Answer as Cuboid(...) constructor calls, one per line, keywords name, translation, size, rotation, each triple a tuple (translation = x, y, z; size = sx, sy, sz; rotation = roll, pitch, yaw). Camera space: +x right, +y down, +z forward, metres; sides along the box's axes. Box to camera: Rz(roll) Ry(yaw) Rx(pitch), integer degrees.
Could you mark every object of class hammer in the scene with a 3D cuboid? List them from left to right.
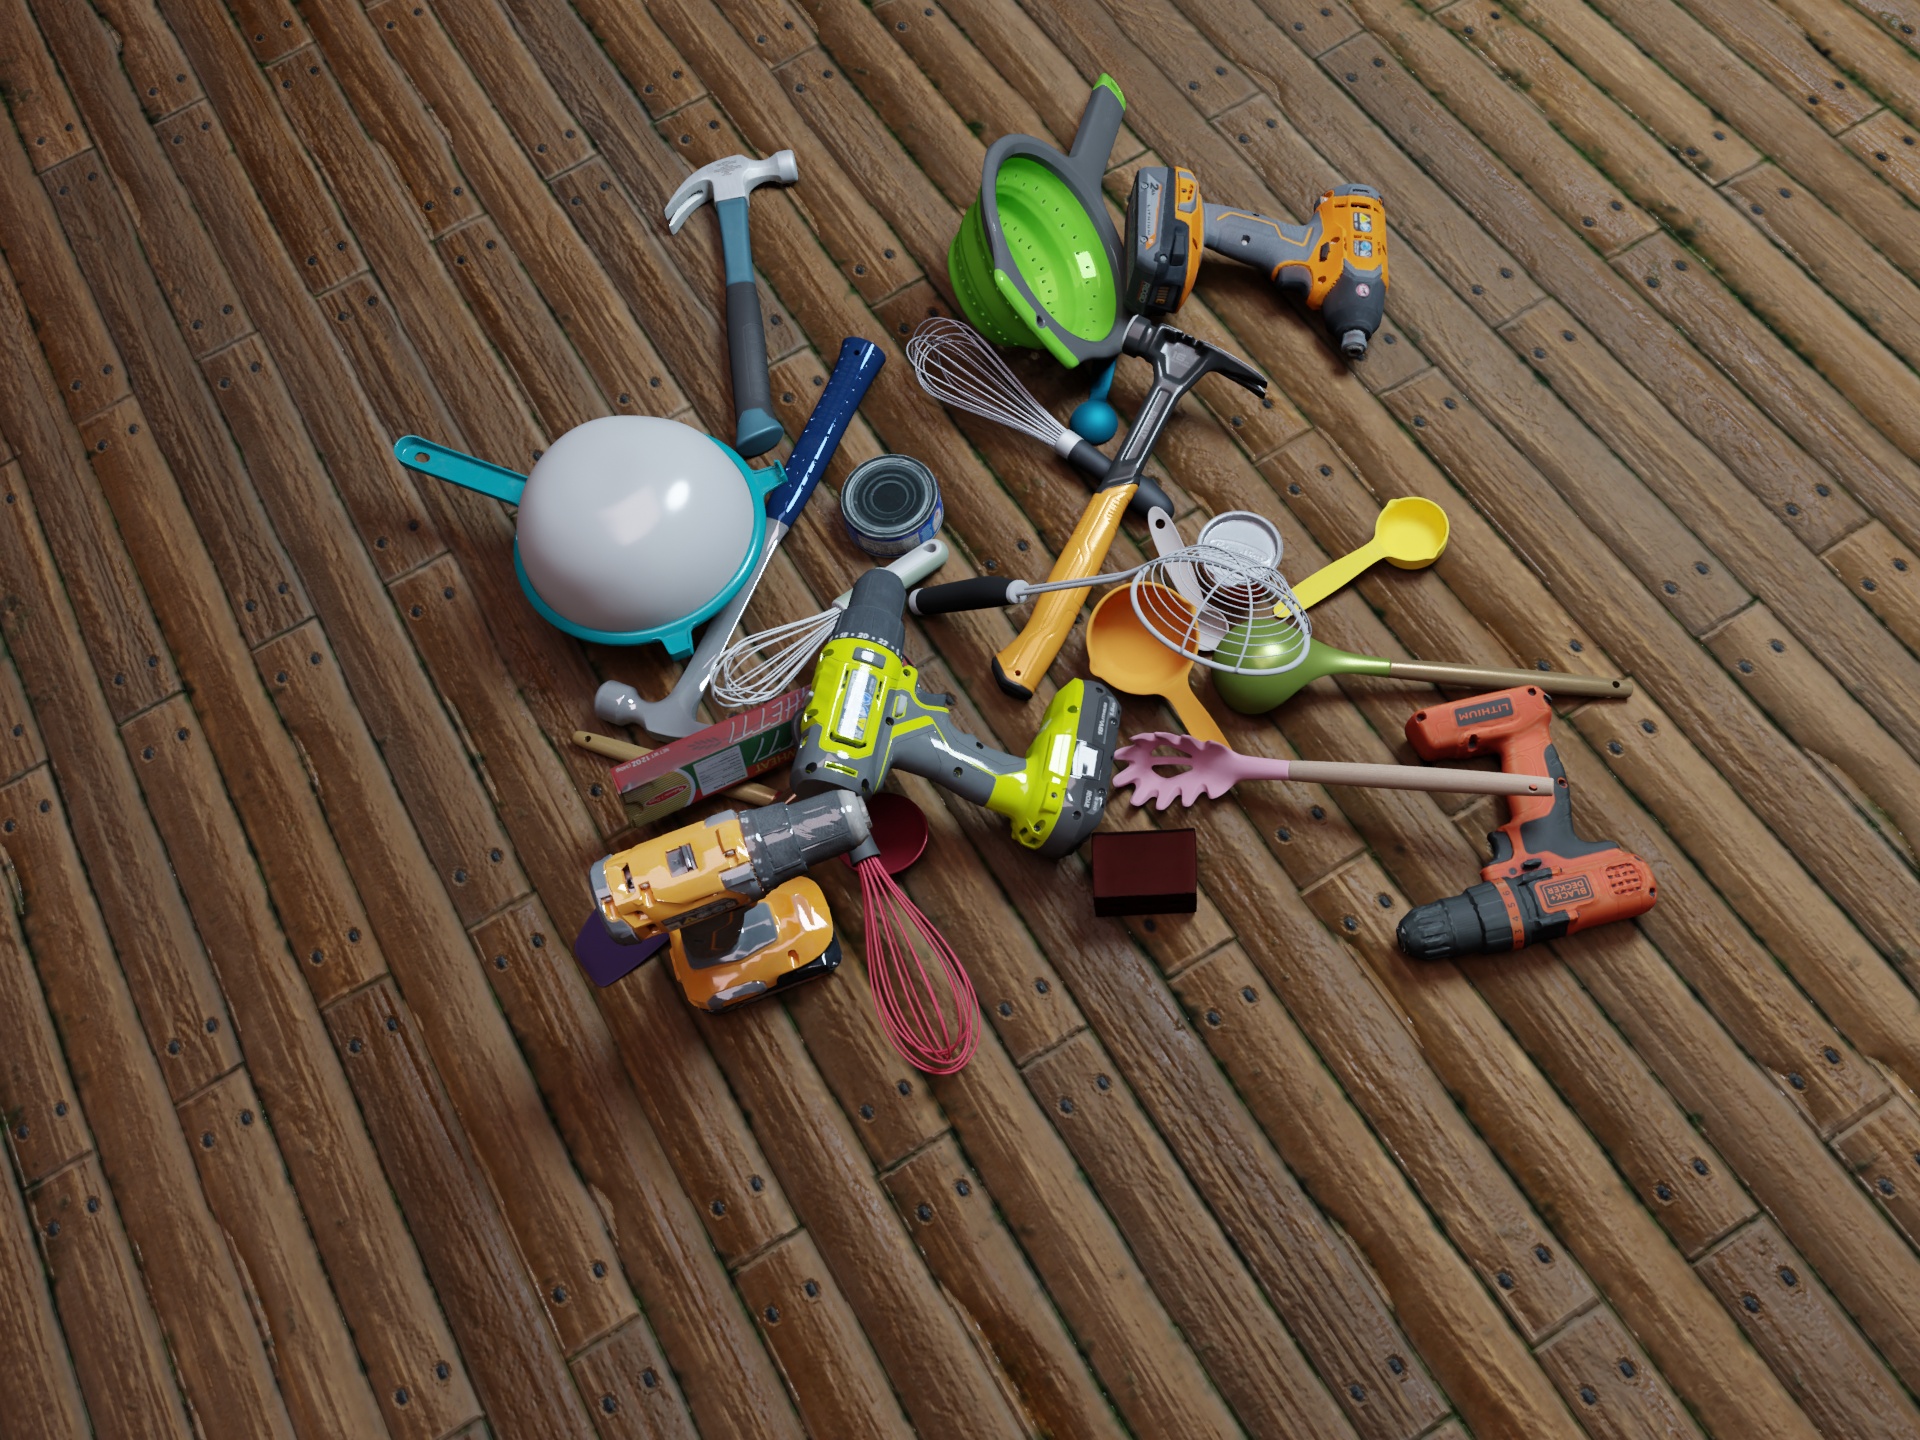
Cuboid(name="hammer", translation=(-0.199, -0.387, 1.461), size=(0.128, 0.033, 0.331), rotation=(-10, 65, 1))
Cuboid(name="hammer", translation=(-0.156, -0.156, 1.349), size=(0.144, 0.035, 0.406), rotation=(18, 69, 15))
Cuboid(name="hammer", translation=(0.124, -0.165, 1.294), size=(0.127, 0.034, 0.337), rotation=(26, 81, 10))

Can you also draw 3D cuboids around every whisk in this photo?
Cuboid(name="whisk", translation=(-0.102, -0.083, 1.280), size=(0.246, 0.059, 0.058), rotation=(-36, 54, -28))
Cuboid(name="whisk", translation=(-0.063, 0.121, 1.175), size=(0.073, 0.073, 0.296), rotation=(-23, 75, -4))
Cuboid(name="whisk", translation=(0.067, -0.252, 1.360), size=(0.285, 0.070, 0.070), rotation=(38, 75, 15))

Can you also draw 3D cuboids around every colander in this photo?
Cuboid(name="colander", translation=(0.075, -0.452, 1.426), size=(0.094, 0.204, 0.397), rotation=(-21, 38, 38))

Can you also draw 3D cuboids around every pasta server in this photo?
Cuboid(name="pasta server", translation=(0.269, 0.041, 1.174), size=(0.316, 0.040, 0.060), rotation=(3, 105, 22))

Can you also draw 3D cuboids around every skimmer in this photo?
Cuboid(name="skimmer", translation=(0.092, -0.073, 1.188), size=(0.127, 0.363, 0.090), rotation=(-25, 105, -39))

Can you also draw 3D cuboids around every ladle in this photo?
Cuboid(name="ladle", translation=(-0.170, 0.057, 1.259), size=(0.315, 0.031, 0.069), rotation=(17, 69, 15))
Cuboid(name="ladle", translation=(0.356, -0.033, 1.238), size=(0.320, 0.062, 0.078), rotation=(5, 65, 1))

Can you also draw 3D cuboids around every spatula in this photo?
Cuboid(name="spatula", translation=(-0.168, 0.089, 1.225), size=(0.316, 0.018, 0.060), rotation=(-38, 72, 0))

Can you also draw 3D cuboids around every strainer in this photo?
Cuboid(name="strainer", translation=(-0.326, -0.193, 1.287), size=(0.340, 0.095, 0.211), rotation=(20, 68, 13))

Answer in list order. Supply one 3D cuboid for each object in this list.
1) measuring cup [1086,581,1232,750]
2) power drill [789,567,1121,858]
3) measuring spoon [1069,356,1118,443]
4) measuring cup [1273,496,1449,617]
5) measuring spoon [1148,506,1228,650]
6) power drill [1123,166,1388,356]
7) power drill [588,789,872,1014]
Cuboid(name="measuring cup", translation=(0.165, -0.029, 1.253), size=(0.095, 0.052, 0.173), rotation=(-34, 91, 3))
Cuboid(name="power drill", translation=(-0.002, -0.004, 1.192), size=(0.228, 0.080, 0.191), rotation=(19, 62, -11))
Cuboid(name="measuring spoon", translation=(0.122, -0.300, 1.390), size=(0.042, 0.021, 0.129), rotation=(6, 66, 10))
Cuboid(name="measuring cup", translation=(0.324, -0.124, 1.291), size=(0.156, 0.029, 0.062), rotation=(-32, 66, 5))
Cuboid(name="measuring spoon", translation=(0.180, -0.115, 1.276), size=(0.034, 0.018, 0.124), rotation=(-24, 93, 14))
Cuboid(name="power drill", translation=(0.259, -0.394, 1.376), size=(0.226, 0.084, 0.164), rotation=(5, 66, -3))
Cuboid(name="power drill", translation=(-0.140, 0.123, 1.114), size=(0.185, 0.226, 0.084), rotation=(-20, 65, -3))
